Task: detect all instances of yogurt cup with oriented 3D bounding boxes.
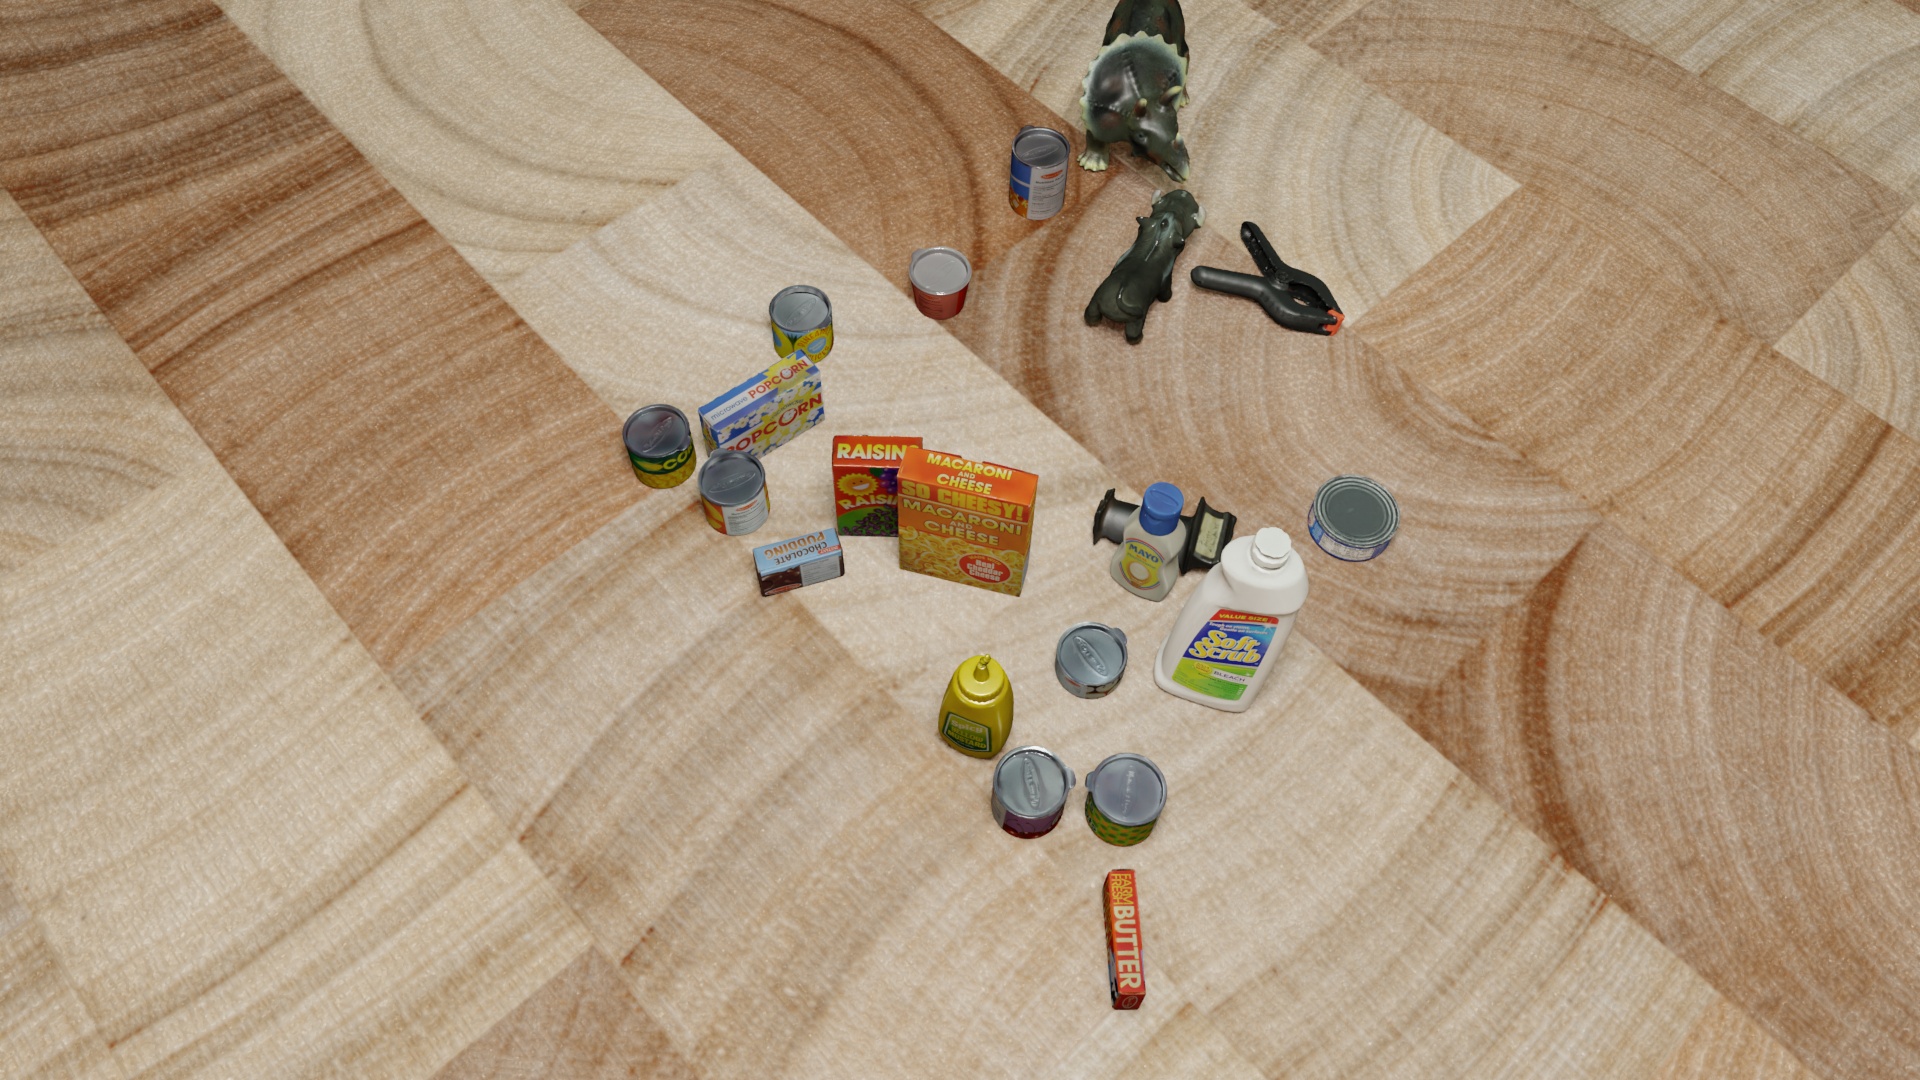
[{"bbox_3d":[-0.022,-0.279,1.522,0.072,0.053,0.073,1,58,-1],"label":"yogurt cup"}]

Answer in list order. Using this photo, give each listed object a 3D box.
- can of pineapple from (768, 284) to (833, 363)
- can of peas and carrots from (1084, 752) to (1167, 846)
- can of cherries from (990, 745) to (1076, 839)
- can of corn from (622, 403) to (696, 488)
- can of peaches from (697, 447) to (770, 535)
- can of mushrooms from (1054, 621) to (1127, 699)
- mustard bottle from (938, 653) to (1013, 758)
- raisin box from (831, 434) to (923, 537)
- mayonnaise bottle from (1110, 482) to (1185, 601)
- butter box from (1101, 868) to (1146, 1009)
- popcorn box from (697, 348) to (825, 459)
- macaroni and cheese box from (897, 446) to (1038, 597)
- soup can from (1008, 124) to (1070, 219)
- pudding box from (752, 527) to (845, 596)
[{"bbox_3d":[-0.168,-0.229,1.484,0.071,0.057,0.071,1,58,-1],"label":"can of pineapple"},{"bbox_3d":[0.141,0.226,1.212,0.071,0.058,0.071,1,58,-1],"label":"can of peas and carrots"},{"bbox_3d":[0.063,0.221,1.213,0.071,0.058,0.072,1,58,-1],"label":"can of cherries"},{"bbox_3d":[-0.299,-0.093,1.396,0.071,0.058,0.071,1,58,-1],"label":"can of corn"},{"bbox_3d":[-0.224,-0.048,1.371,0.071,0.057,0.071,1,58,-1],"label":"can of peaches"},{"bbox_3d":[0.123,0.111,1.297,0.071,0.033,0.071,1,58,-1],"label":"can of mushrooms"},{"bbox_3d":[0.015,0.138,1.204,0.065,0.159,0.049,19,60,10],"label":"mustard bottle"},{"bbox_3d":[-0.078,-0.052,1.339,0.086,0.122,0.040,2,59,0],"label":"raisin box"},{"bbox_3d":[0.179,0.000,1.300,0.065,0.147,0.041,29,62,15],"label":"mayonnaise bottle"},{"bbox_3d":[0.135,0.330,1.151,0.024,0.053,0.104,-1,58,-2],"label":"butter box"},{"bbox_3d":[-0.200,-0.128,1.405,0.127,0.084,0.038,-34,65,-20],"label":"popcorn box"},{"bbox_3d":[0.005,-0.016,1.295,0.124,0.165,0.040,13,59,6],"label":"macaroni and cheese box"},{"bbox_3d":[0.089,-0.423,1.596,0.071,0.083,0.071,1,59,-1],"label":"soup can"},{"bbox_3d":[-0.155,0.021,1.335,0.084,0.049,0.030,-16,60,-11],"label":"pudding box"}]
